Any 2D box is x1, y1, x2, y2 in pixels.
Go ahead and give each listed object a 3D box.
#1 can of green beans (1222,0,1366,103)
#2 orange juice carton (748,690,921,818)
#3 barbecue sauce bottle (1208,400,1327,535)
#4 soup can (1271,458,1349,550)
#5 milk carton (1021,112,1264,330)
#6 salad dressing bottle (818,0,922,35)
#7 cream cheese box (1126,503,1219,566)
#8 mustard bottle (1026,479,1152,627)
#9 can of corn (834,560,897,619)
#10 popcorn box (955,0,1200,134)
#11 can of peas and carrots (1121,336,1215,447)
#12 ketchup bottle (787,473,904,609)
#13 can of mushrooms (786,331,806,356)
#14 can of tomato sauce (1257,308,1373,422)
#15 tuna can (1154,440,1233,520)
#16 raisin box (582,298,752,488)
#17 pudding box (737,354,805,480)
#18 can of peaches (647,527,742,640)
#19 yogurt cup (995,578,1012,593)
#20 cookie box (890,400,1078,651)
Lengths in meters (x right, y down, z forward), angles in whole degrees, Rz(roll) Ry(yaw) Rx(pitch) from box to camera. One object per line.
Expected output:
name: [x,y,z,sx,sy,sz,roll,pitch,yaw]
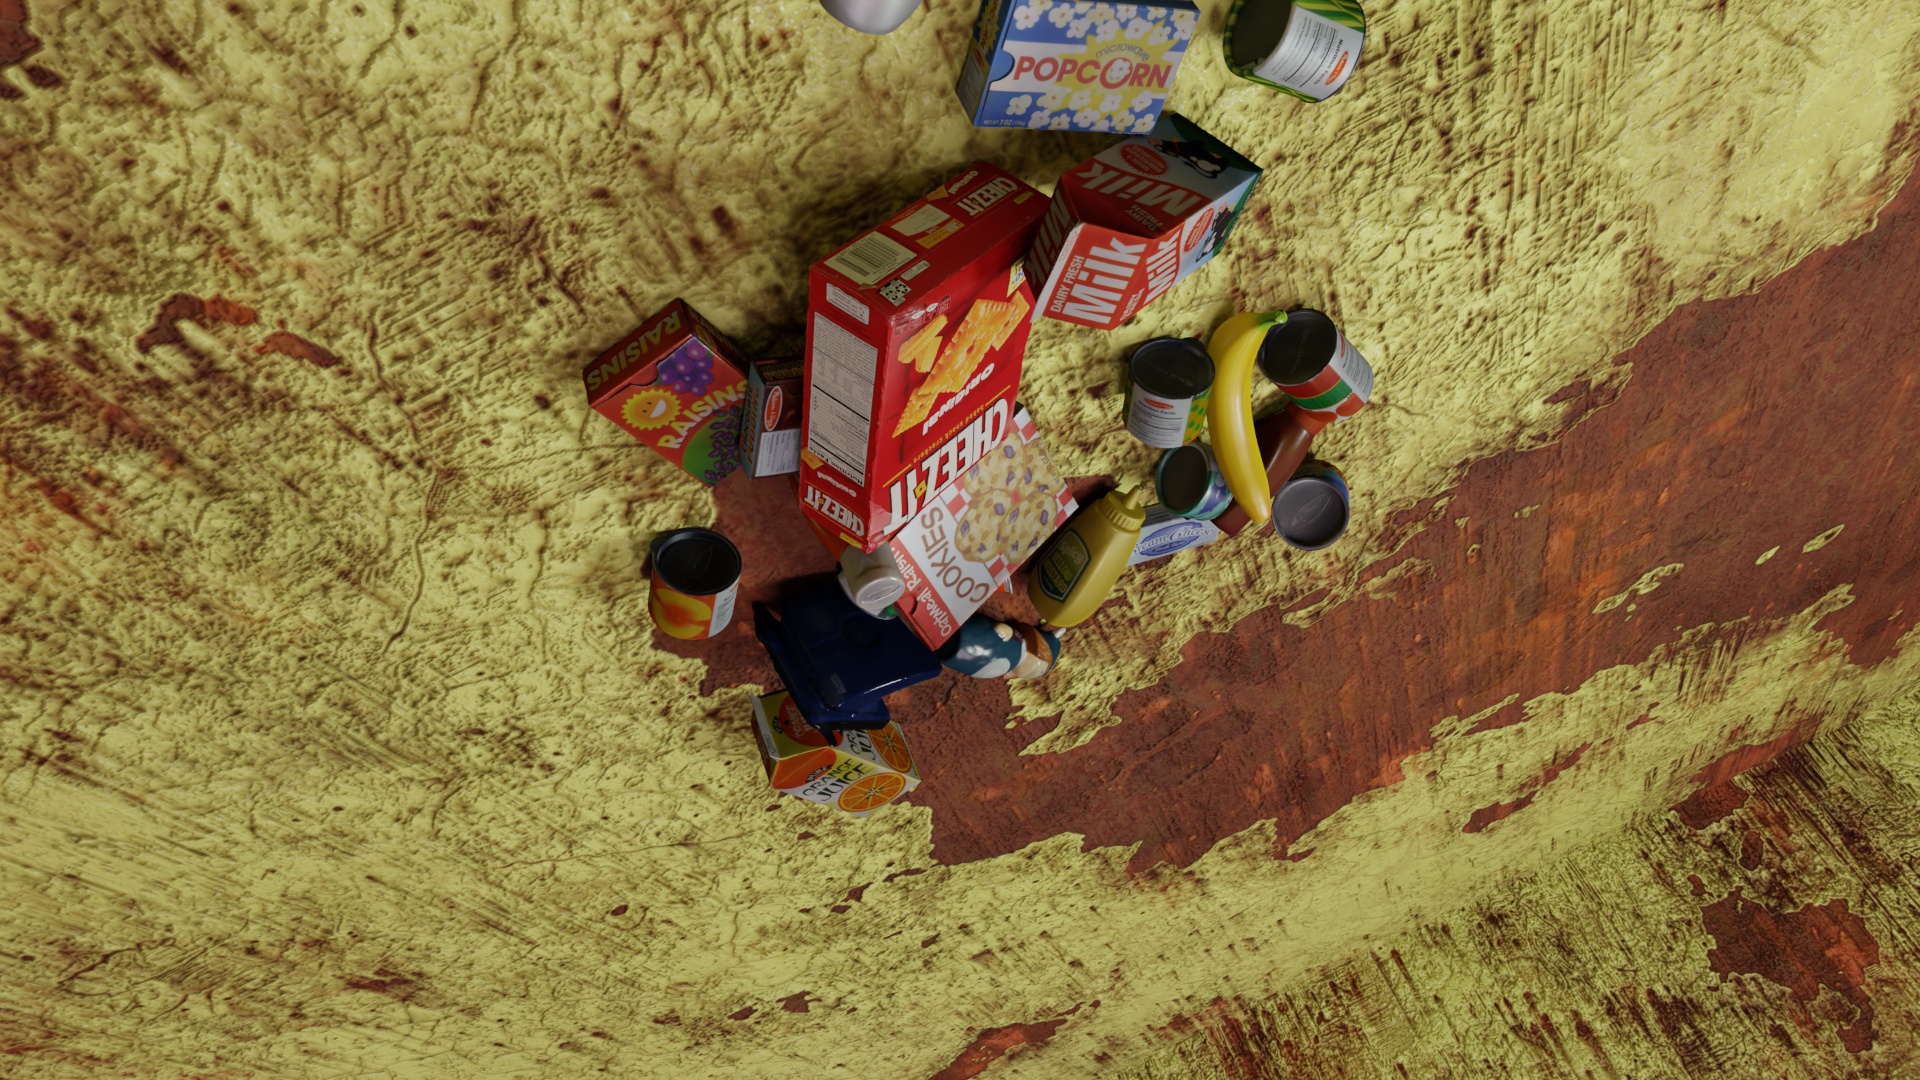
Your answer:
can of green beans: [0.203,-0.308,0.849,0.058,0.071,0.071,8,134,-29]
orange juice carton: [-0.128,0.196,1.305,0.073,0.072,0.192,-37,143,16]
barbecue sauce bottle: [0.265,-0.075,1.198,0.043,0.065,0.148,31,109,-38]
soup can: [0.312,-0.036,1.242,0.071,0.071,0.084,-40,-179,21]
milk carton: [0.105,-0.194,0.859,0.191,0.073,0.072,-39,161,-42]
salad dressing bottle: [-0.027,-0.334,0.706,0.064,0.044,0.146,4,135,-31]
cream cheese box: [0.186,-0.010,1.264,0.104,0.024,0.053,-15,142,-13]
mustard bottle: [0.118,0.004,1.213,0.049,0.065,0.159,4,131,-41]
can of corn: [-0.057,0.019,1.126,0.071,0.071,0.058,17,128,-43]
popcorn box: [0.069,-0.289,0.824,0.127,0.038,0.084,-6,142,-25]
can of peas and carrots: [0.162,-0.116,1.080,0.071,0.071,0.058,-15,144,-13]
ketchup bottle: [-0.079,-0.019,0.989,0.065,0.149,0.043,-24,146,0]
can of mushrooms: [-0.086,-0.119,0.957,0.071,0.033,0.070,-15,144,-11]
can of tomato sauce: [0.286,-0.139,1.121,0.071,0.071,0.083,-39,143,19]
tuna can: [0.198,-0.050,1.184,0.033,0.071,0.070,10,132,-37]
raisin box: [-0.178,-0.095,0.928,0.086,0.040,0.123,-33,143,13]
pudding box: [-0.116,-0.082,0.922,0.050,0.030,0.083,-10,137,-27]
can of peaches: [-0.205,0.033,1.057,0.071,0.071,0.057,-7,141,-23]
yogurt cup: [0.009,0.016,1.161,0.054,0.073,0.072,-14,144,-1]
cookie box: [0.004,-0.013,1.067,0.168,0.040,0.122,-45,135,-12]
